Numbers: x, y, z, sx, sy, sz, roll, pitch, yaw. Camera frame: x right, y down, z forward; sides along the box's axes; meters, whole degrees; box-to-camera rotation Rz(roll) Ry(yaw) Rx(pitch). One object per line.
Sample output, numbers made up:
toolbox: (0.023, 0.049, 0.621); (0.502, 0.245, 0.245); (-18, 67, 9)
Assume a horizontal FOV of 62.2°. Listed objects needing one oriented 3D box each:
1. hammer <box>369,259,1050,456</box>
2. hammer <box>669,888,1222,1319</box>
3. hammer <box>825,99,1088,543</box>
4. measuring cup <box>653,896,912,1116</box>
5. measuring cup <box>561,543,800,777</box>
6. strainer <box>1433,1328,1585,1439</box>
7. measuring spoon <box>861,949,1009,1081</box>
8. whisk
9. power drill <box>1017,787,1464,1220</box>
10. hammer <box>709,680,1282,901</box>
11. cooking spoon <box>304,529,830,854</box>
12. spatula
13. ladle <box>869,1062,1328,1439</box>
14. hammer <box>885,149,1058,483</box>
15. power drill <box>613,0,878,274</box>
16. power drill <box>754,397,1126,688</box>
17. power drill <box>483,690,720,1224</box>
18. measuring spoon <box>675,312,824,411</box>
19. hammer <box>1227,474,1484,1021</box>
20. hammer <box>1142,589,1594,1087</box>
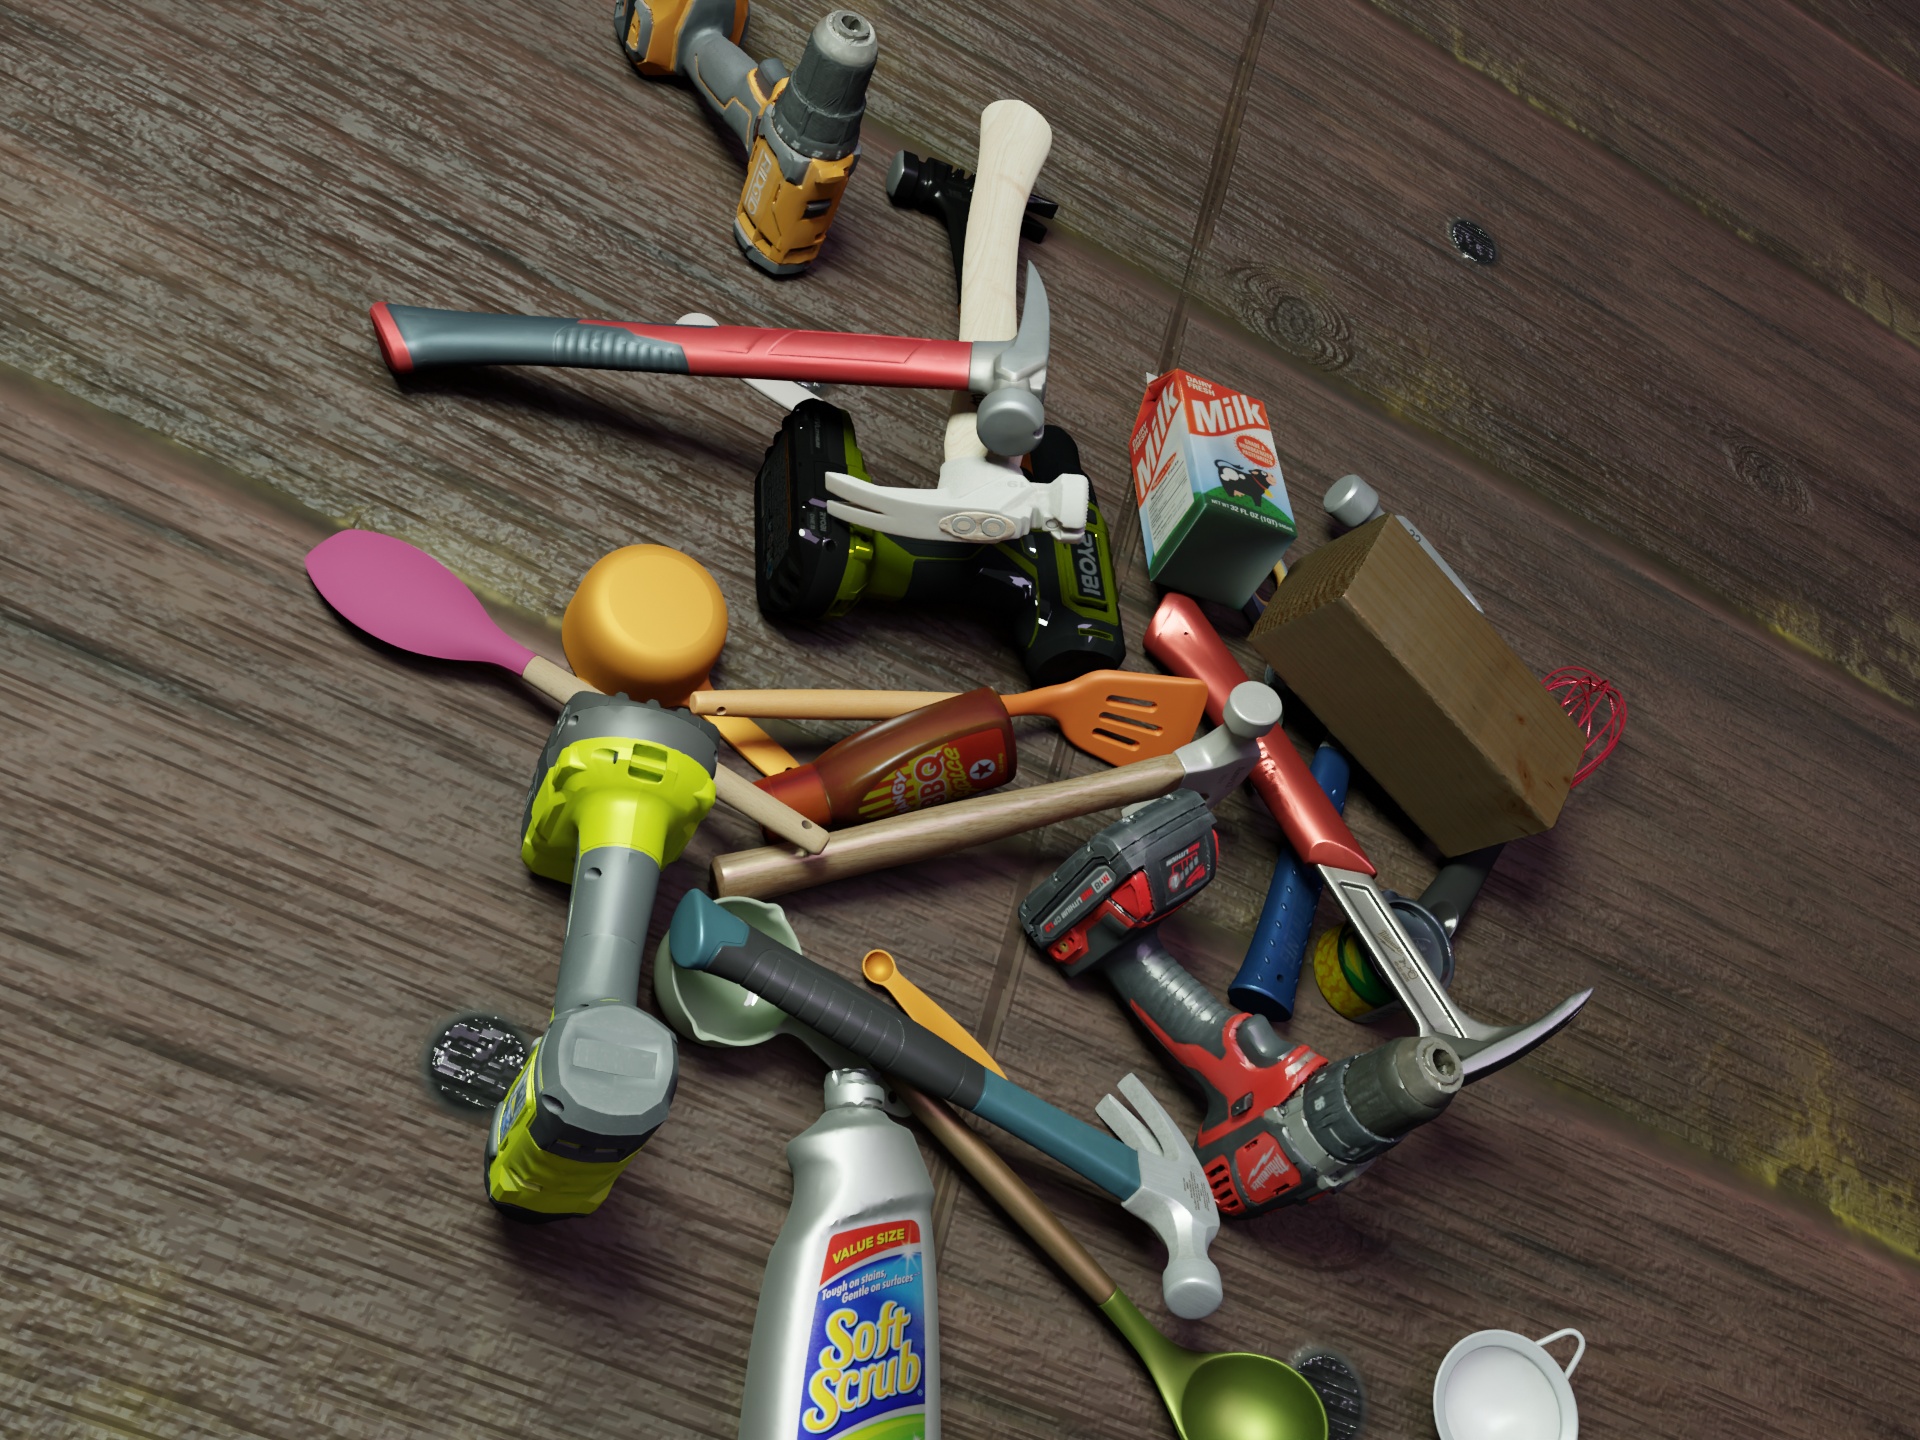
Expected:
hammer: (-0.142, -0.223, 0.917); (0.386, 0.038, 0.143); (4, 50, 2)
hammer: (-0.003, 0.183, 0.816); (0.331, 0.033, 0.128); (33, 25, -14)
hammer: (0.009, -0.269, 1.004); (0.146, 0.038, 0.411); (4, 52, 0)
measuring cup: (-0.092, 0.161, 0.840); (0.167, 0.038, 0.083); (44, 55, -21)
measuring cup: (-0.143, -0.027, 0.893); (0.173, 0.052, 0.095); (42, 55, 0)
strainer: (0.254, 0.424, 0.864); (0.258, 0.050, 0.087); (-35, 77, -29)
measuring spoon: (-0.013, 0.172, 0.883); (0.117, 0.011, 0.021); (46, 56, -3)
whisk: (0.383, 0.061, 1.104); (0.073, 0.073, 0.296); (45, 61, 1)
power drill: (0.151, 0.151, 0.867); (0.080, 0.187, 0.227); (-24, 73, -40)
hammer: (0.020, 0.056, 0.907); (0.331, 0.130, 0.031); (-13, 60, -19)
cooking spoon: (-0.207, -0.016, 0.847); (0.319, 0.017, 0.069); (31, 42, 3)
spatula: (-0.001, -0.003, 0.934); (0.322, 0.081, 0.041); (0, 37, -30)
ladle: (0.065, 0.277, 0.828); (0.320, 0.062, 0.078); (47, 45, 0)
hammer: (0.021, -0.263, 1.059); (0.127, 0.034, 0.337); (12, 47, -20)
power drill: (-0.134, -0.433, 1.028); (0.084, 0.185, 0.226); (-20, 72, -31)
power drill: (-0.008, -0.123, 0.995); (0.228, 0.080, 0.191); (9, 57, -24)
power drill: (-0.175, 0.114, 0.747); (0.080, 0.171, 0.223); (16, 51, -20)
measuring spoon: (-0.127, -0.225, 1.023); (0.124, 0.018, 0.034); (30, 56, -10)
hammer: (0.258, 0.019, 1.067); (0.144, 0.035, 0.406); (37, 57, -18)
hammer: (0.223, 0.058, 0.979); (0.149, 0.036, 0.359); (-23, 61, -9)
